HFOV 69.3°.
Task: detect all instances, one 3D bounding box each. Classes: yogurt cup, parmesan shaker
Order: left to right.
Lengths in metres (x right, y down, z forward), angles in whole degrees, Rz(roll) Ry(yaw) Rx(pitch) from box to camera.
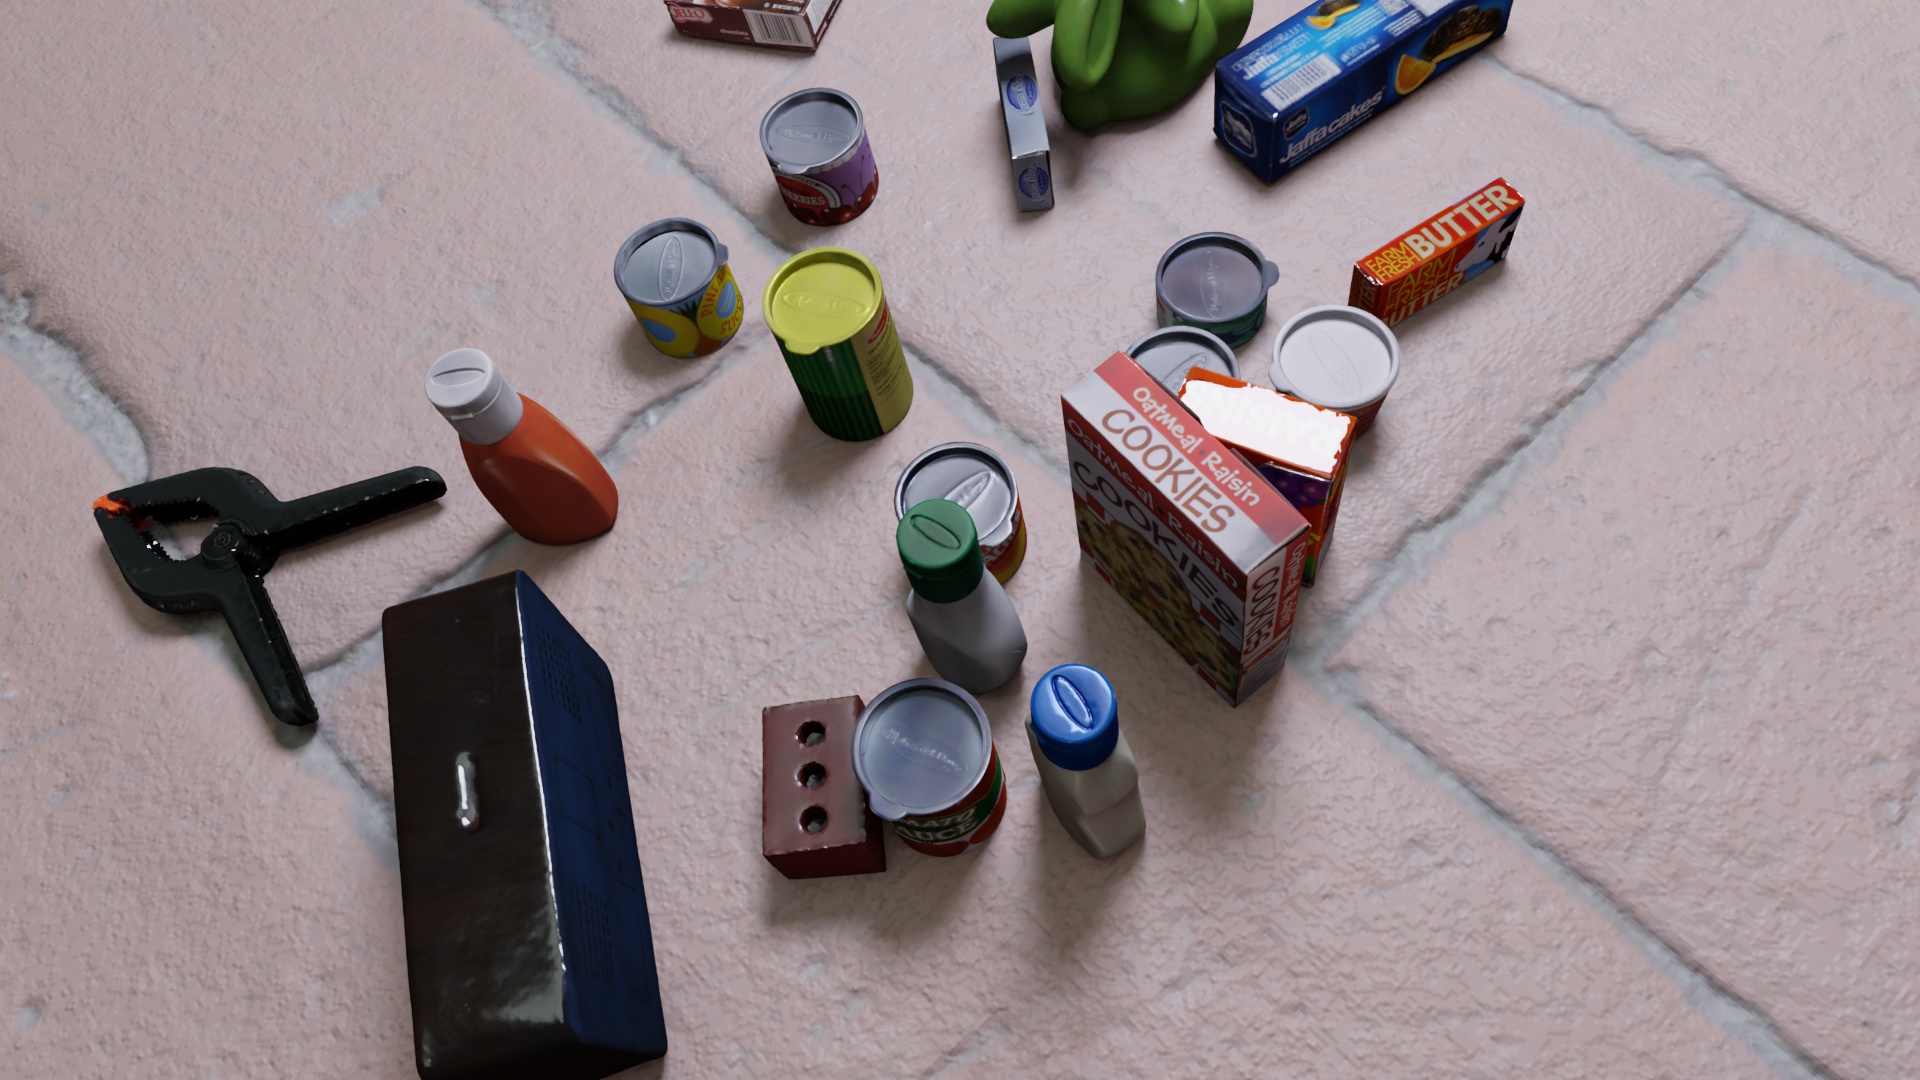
[{"bbox_3d":[-0.069,-0.107,0.789,0.071,0.102,0.071,-3,63,7],"label":"parmesan shaker"},{"bbox_3d":[0.205,-0.088,0.767,0.072,0.053,0.072,-3,63,7],"label":"yogurt cup"}]

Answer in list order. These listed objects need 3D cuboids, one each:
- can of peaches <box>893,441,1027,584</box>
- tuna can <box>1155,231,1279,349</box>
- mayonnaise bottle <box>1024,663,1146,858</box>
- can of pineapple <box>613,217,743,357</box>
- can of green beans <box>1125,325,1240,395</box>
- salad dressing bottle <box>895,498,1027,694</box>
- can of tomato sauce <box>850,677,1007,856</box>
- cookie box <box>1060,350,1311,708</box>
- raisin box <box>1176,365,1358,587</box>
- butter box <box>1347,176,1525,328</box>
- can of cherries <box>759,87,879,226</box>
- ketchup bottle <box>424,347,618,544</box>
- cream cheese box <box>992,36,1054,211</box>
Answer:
[{"bbox_3d":[0.003,-0.009,0.754,0.071,0.058,0.071,-3,63,7],"label":"can of peaches"},{"bbox_3d":[0.150,-0.146,0.817,0.071,0.032,0.071,-3,63,7],"label":"tuna can"},{"bbox_3d":[0.057,0.100,0.639,0.041,0.147,0.065,-31,63,-7],"label":"mayonnaise bottle"},{"bbox_3d":[-0.170,-0.154,0.854,0.071,0.057,0.071,-3,63,7],"label":"can of pineapple"},{"bbox_3d":[0.121,-0.075,0.771,0.071,0.057,0.071,-3,63,7],"label":"can of green beans"},{"bbox_3d":[-0.001,0.030,0.684,0.064,0.147,0.044,33,72,22],"label":"salad dressing bottle"},{"bbox_3d":[-0.013,0.115,0.679,0.071,0.082,0.071,-3,63,7],"label":"can of tomato sauce"},{"bbox_3d":[0.107,-0.001,0.673,0.040,0.166,0.123,-38,64,-11],"label":"cookie box"},{"bbox_3d":[0.149,-0.030,0.706,0.086,0.123,0.040,22,69,18],"label":"raisin box"},{"bbox_3d":[0.271,-0.161,0.796,0.103,0.053,0.024,-31,63,-8],"label":"butter box"},{"bbox_3d":[-0.091,-0.243,0.888,0.071,0.058,0.072,-3,63,7],"label":"can of cherries"},{"bbox_3d":[-0.241,-0.048,0.759,0.065,0.148,0.044,-7,63,5],"label":"ketchup bottle"},{"bbox_3d":[0.040,-0.266,0.883,0.024,0.053,0.104,-9,62,4],"label":"cream cheese box"}]
